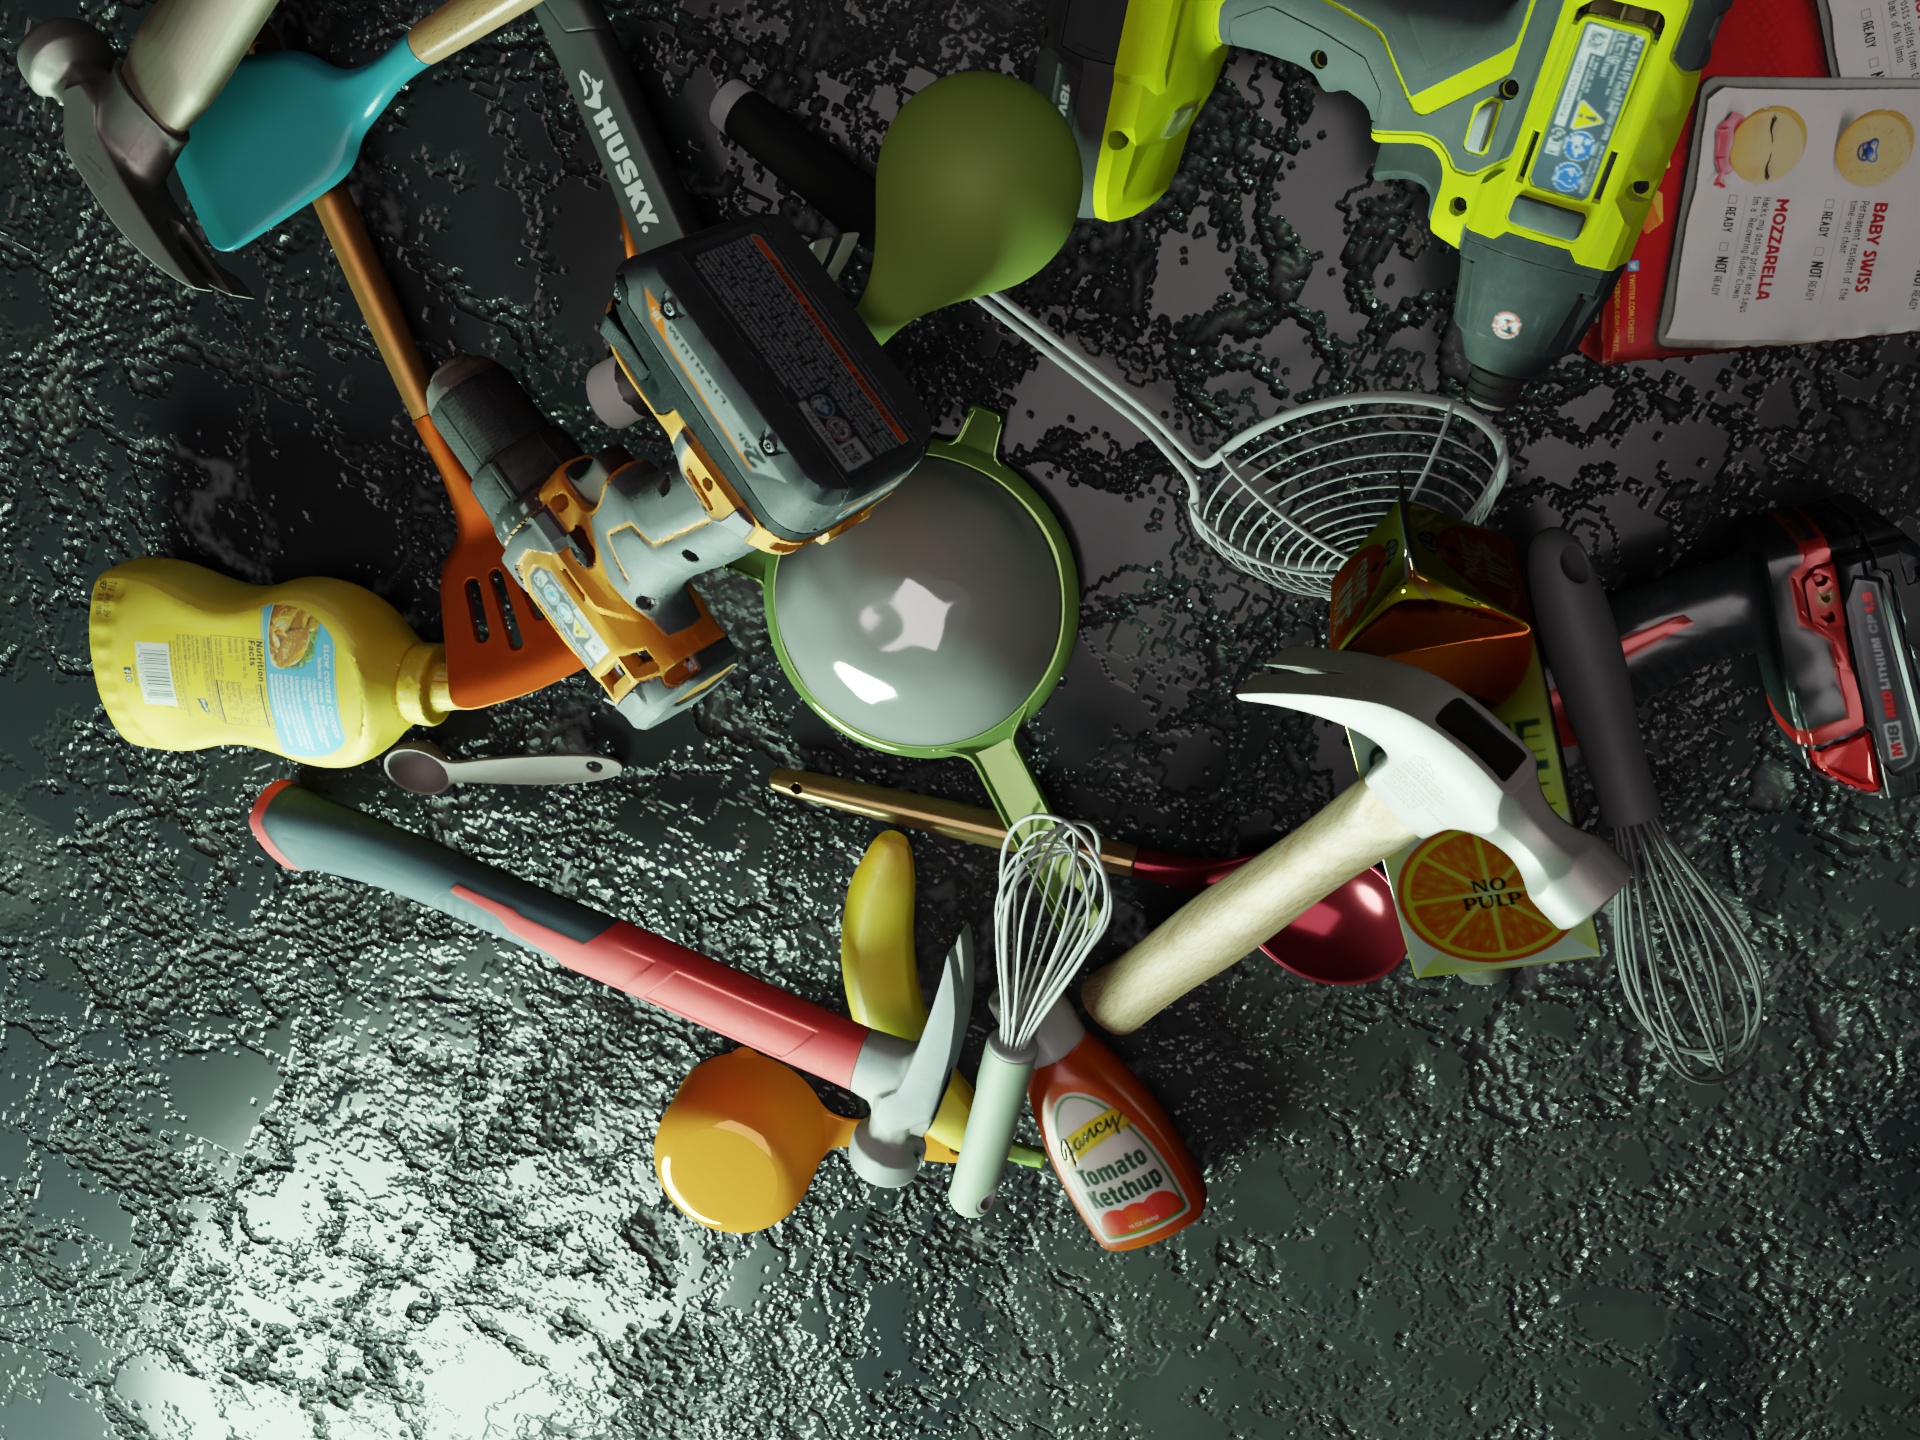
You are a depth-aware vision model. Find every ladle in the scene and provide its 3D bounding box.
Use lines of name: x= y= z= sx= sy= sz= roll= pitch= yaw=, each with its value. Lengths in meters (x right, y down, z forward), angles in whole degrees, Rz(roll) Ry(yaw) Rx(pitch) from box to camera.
ladle: x=-0.062 y=-0.140 z=0.673 sx=0.078 sy=0.062 sz=0.320 roll=35 pitch=135 yaw=-15
ladle: x=0.058 y=0.064 z=0.768 sx=0.315 sy=0.031 sz=0.069 roll=13 pitch=108 yaw=8

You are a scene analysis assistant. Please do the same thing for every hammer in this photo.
hammer: x=0.120 y=0.072 z=0.653 sx=0.130 sy=0.031 sz=0.331 roll=48 pitch=151 yaw=7
hammer: x=-0.181 y=0.099 z=0.794 sx=0.386 sy=0.038 sz=0.143 roll=21 pitch=116 yaw=10
hammer: x=-0.226 y=-0.352 z=0.616 sx=0.410 sy=0.038 sz=0.146 roll=-41 pitch=79 yaw=23
hammer: x=-0.160 y=-0.300 z=0.662 sx=0.146 sy=0.035 sz=0.334 roll=-16 pitch=102 yaw=33

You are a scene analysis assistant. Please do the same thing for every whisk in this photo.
whisk: x=0.270 y=0.035 z=0.632 sx=0.055 sy=0.055 sz=0.239 roll=-18 pitch=100 yaw=16
whisk: x=0.025 y=0.146 z=0.748 sx=0.059 sy=0.058 sz=0.246 roll=31 pitch=126 yaw=29

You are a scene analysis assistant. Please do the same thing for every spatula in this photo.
spatula: x=-0.210 y=-0.285 z=0.649 sx=0.317 sy=0.044 sz=0.082 roll=-13 pitch=98 yaw=32
spatula: x=-0.260 y=-0.165 z=0.739 sx=0.081 sy=0.041 sz=0.322 roll=-20 pitch=103 yaw=4

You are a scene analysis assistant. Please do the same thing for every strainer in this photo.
strainer: x=-0.001 y=-0.002 z=0.719 sx=0.151 sy=0.069 sz=0.256 roll=-26 pitch=96 yaw=17

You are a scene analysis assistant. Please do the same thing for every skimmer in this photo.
skimmer: x=0.057 y=-0.173 z=0.672 sx=0.363 sy=0.090 sz=0.127 roll=39 pitch=153 yaw=8

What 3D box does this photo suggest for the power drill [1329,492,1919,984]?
power drill: x=0.287 y=0.012 z=0.681 sx=0.227 sy=0.080 sz=0.187 roll=-14 pitch=106 yaw=18

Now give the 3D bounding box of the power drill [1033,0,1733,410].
power drill: x=0.143 y=-0.223 z=0.585 sx=0.223 sy=0.080 sz=0.171 roll=24 pitch=125 yaw=19

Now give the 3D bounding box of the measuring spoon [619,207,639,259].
measuring spoon: x=-0.142 y=-0.224 z=0.714 sx=0.021 sy=0.011 sz=0.116 roll=4 pitch=114 yaw=25

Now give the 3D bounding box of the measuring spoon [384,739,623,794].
measuring spoon: x=-0.233 y=0.020 z=0.816 sx=0.124 sy=0.018 sz=0.034 roll=-1 pitch=135 yaw=4

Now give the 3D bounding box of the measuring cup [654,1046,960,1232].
measuring cup: x=-0.078 y=0.230 z=0.838 sx=0.173 sy=0.052 sz=0.095 roll=3 pitch=110 yaw=12

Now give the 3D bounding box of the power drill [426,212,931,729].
power drill: x=-0.132 y=-0.113 z=0.655 sx=0.185 sy=0.084 sz=0.226 roll=54 pitch=140 yaw=-1
